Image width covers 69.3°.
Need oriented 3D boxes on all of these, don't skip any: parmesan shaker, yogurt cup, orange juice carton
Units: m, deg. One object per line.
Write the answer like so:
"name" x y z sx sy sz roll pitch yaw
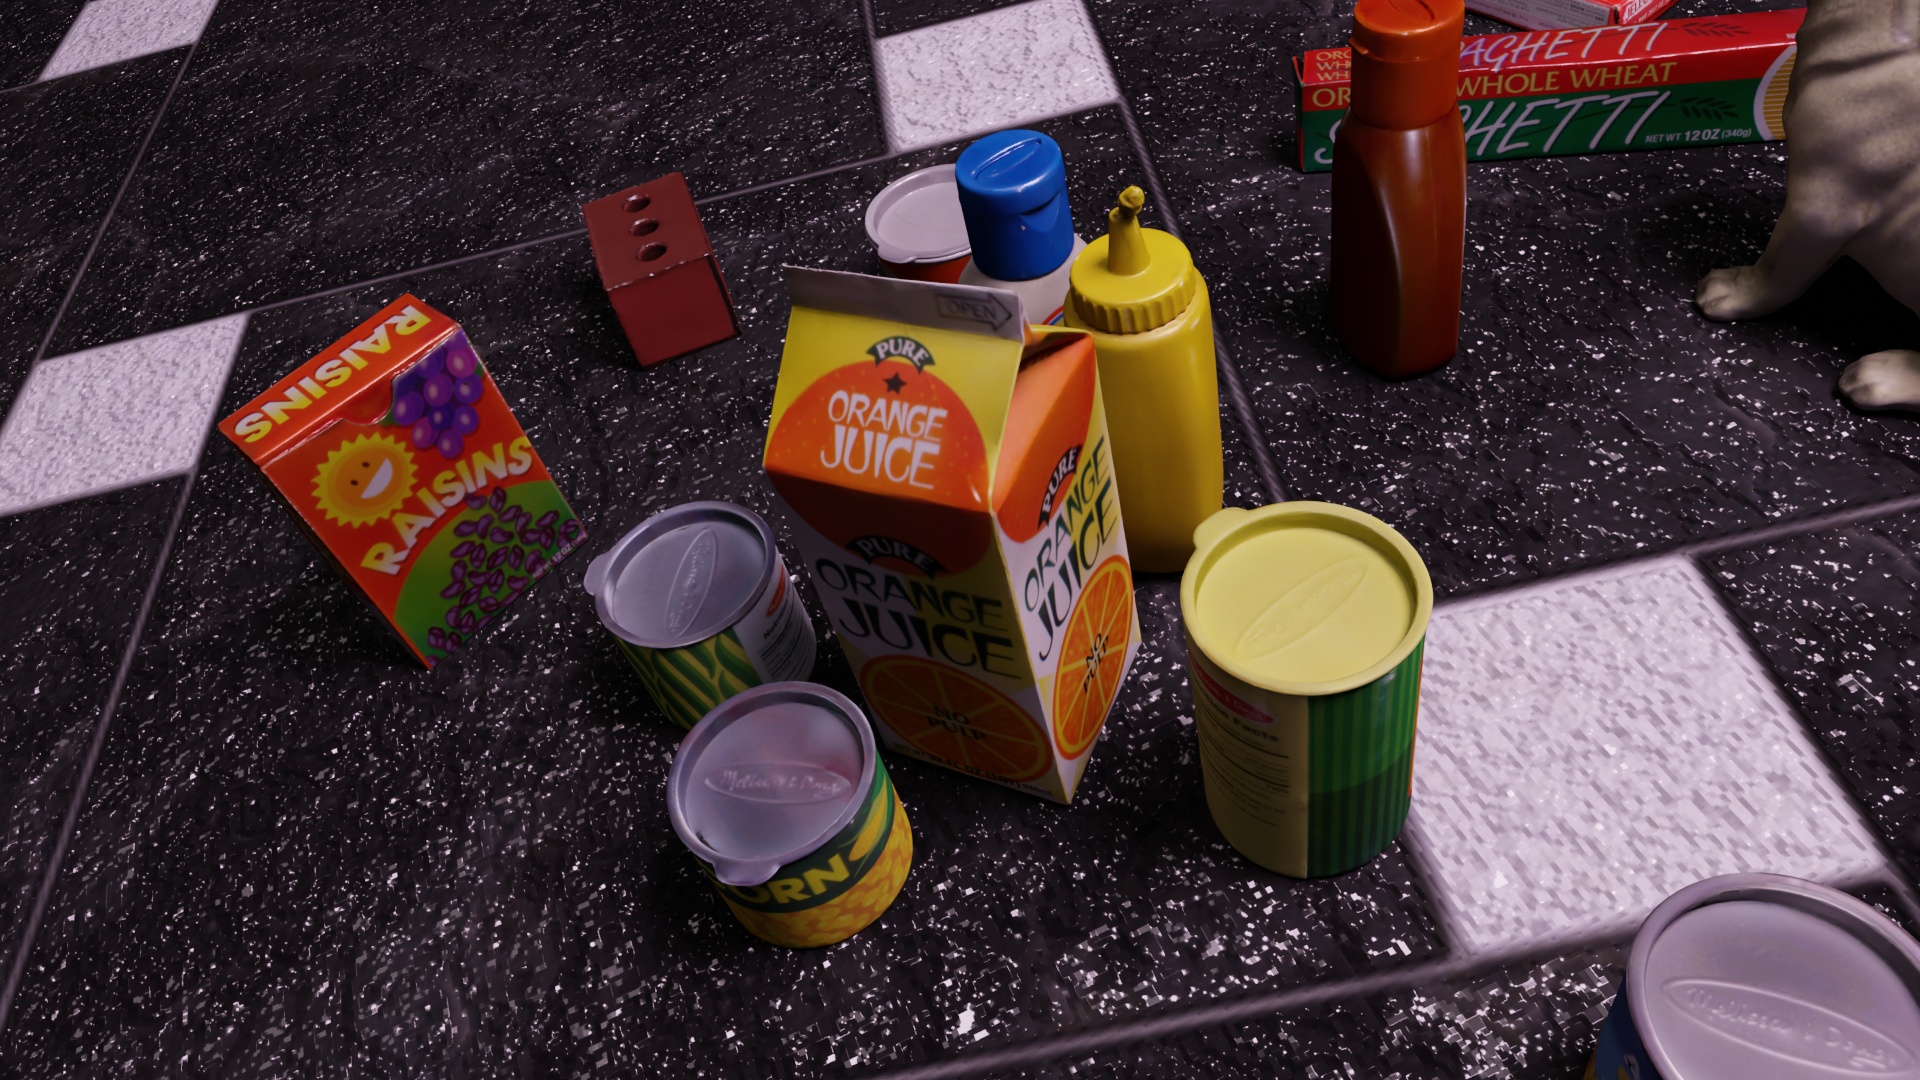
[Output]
"parmesan shaker" 0.101 0.045 0.414 0.071 0.102 0.072 -7 48 8
"yogurt cup" -0.005 -0.129 0.627 0.072 0.053 0.073 -7 48 8
"orange juice carton" 0.002 -0.005 0.423 0.072 0.191 0.073 13 54 24

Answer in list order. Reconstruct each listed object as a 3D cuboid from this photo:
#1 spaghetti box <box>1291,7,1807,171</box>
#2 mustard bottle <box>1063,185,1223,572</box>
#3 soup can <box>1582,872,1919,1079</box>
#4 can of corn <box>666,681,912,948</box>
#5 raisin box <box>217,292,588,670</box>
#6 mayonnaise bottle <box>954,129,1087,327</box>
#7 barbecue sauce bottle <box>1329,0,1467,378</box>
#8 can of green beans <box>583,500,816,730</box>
"spaghetti box" 0.277 -0.201 0.621 0.250 0.050 0.029 0 50 14
"mustard bottle" 0.063 -0.057 0.475 0.049 0.159 0.066 -2 49 13
"soup can" 0.187 0.130 0.330 0.071 0.083 0.072 -7 48 8
"can of corn" -0.053 0.090 0.443 0.071 0.058 0.071 -7 48 8
"raisin box" -0.209 -0.020 0.536 0.040 0.122 0.086 31 63 34
"mayonnaise bottle" 0.029 -0.077 0.510 0.065 0.147 0.041 -34 50 -16
"barbecue sauce bottle" 0.165 -0.134 0.524 0.044 0.147 0.065 -19 48 -2
"can of green beans" -0.091 0.029 0.508 0.071 0.057 0.071 -7 48 8
